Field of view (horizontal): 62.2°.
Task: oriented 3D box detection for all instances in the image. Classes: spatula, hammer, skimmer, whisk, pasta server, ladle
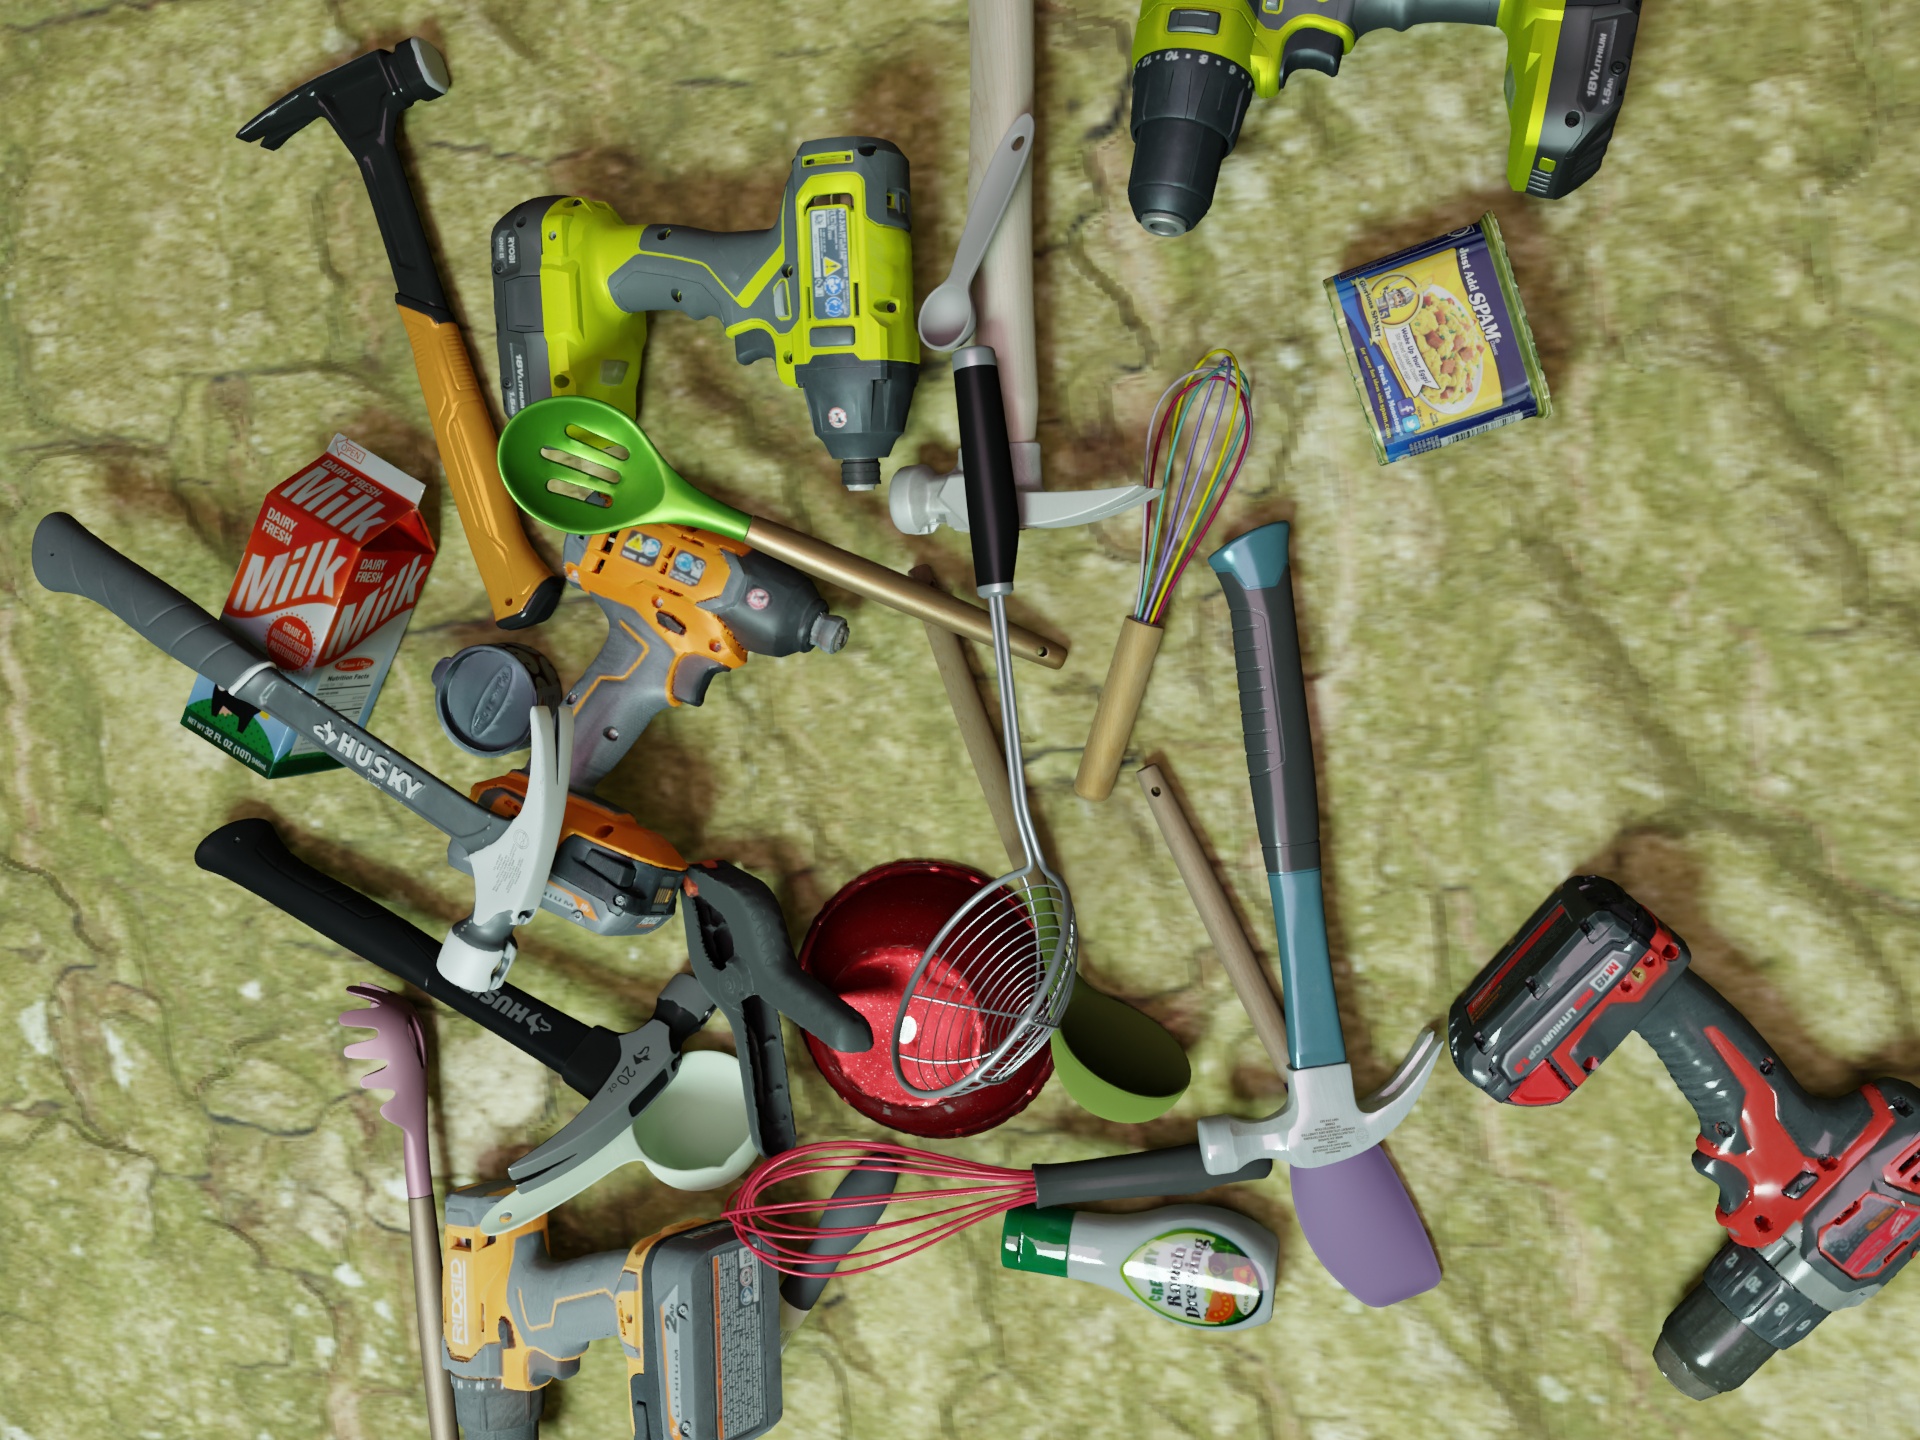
[{"bbox_3d":[0.166,0.168,0.849,0.060,0.018,0.316,-25,90,13],"label":"spatula"},{"bbox_3d":[-0.311,-0.213,0.925,0.127,0.034,0.337,-18,91,14],"label":"hammer"},{"bbox_3d":[-0.001,-0.003,0.783,0.090,0.127,0.363,-6,90,-28],"label":"skimmer"},{"bbox_3d":[0.103,-0.074,0.834,0.047,0.051,0.245,25,106,32],"label":"whisk"},{"bbox_3d":[0.020,0.250,0.847,0.296,0.073,0.073,-5,94,-3],"label":"whisk"},{"bbox_3d":[-0.374,-0.019,0.871,0.409,0.036,0.149,29,101,21],"label":"hammer"},{"bbox_3d":[0.169,0.063,0.821,0.128,0.033,0.331,-7,91,2],"label":"hammer"},{"bbox_3d":[-0.117,0.366,0.925,0.070,0.070,0.284,34,97,9],"label":"whisk"},{"bbox_3d":[-0.331,0.314,0.960,0.040,0.060,0.316,-6,89,-1],"label":"pasta server"},{"bbox_3d":[0.040,0.061,0.853,0.062,0.078,0.320,-24,83,37],"label":"ladle"},{"bbox_3d":[-0.319,0.145,0.933,0.335,0.146,0.035,25,145,17],"label":"hammer"},{"bbox_3d":[0.029,-0.304,0.815,0.146,0.038,0.410,1,94,30],"label":"hammer"}]

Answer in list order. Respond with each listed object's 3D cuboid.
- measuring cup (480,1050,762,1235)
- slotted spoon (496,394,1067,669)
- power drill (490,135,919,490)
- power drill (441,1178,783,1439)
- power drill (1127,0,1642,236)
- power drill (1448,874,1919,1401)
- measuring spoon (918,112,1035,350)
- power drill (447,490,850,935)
[{"bbox_3d":[-0.187,0.250,0.897,0.167,0.038,0.083,-27,51,-15],"label":"measuring cup"},{"bbox_3d":[-0.088,-0.089,0.837,0.313,0.031,0.070,22,97,-9],"label":"slotted spoon"},{"bbox_3d":[-0.131,-0.206,0.840,0.223,0.080,0.171,2,99,22],"label":"power drill"},{"bbox_3d":[-0.209,0.363,0.899,0.226,0.084,0.185,-6,84,34],"label":"power drill"},{"bbox_3d":[0.194,-0.317,0.754,0.228,0.080,0.190,11,87,14],"label":"power drill"},{"bbox_3d":[0.349,0.207,0.779,0.227,0.080,0.188,38,104,5],"label":"power drill"},{"bbox_3d":[0.014,-0.244,0.801,0.034,0.018,0.124,29,100,37],"label":"measuring spoon"},{"bbox_3d":[-0.168,0.000,0.873,0.164,0.084,0.226,22,87,11],"label":"power drill"}]
